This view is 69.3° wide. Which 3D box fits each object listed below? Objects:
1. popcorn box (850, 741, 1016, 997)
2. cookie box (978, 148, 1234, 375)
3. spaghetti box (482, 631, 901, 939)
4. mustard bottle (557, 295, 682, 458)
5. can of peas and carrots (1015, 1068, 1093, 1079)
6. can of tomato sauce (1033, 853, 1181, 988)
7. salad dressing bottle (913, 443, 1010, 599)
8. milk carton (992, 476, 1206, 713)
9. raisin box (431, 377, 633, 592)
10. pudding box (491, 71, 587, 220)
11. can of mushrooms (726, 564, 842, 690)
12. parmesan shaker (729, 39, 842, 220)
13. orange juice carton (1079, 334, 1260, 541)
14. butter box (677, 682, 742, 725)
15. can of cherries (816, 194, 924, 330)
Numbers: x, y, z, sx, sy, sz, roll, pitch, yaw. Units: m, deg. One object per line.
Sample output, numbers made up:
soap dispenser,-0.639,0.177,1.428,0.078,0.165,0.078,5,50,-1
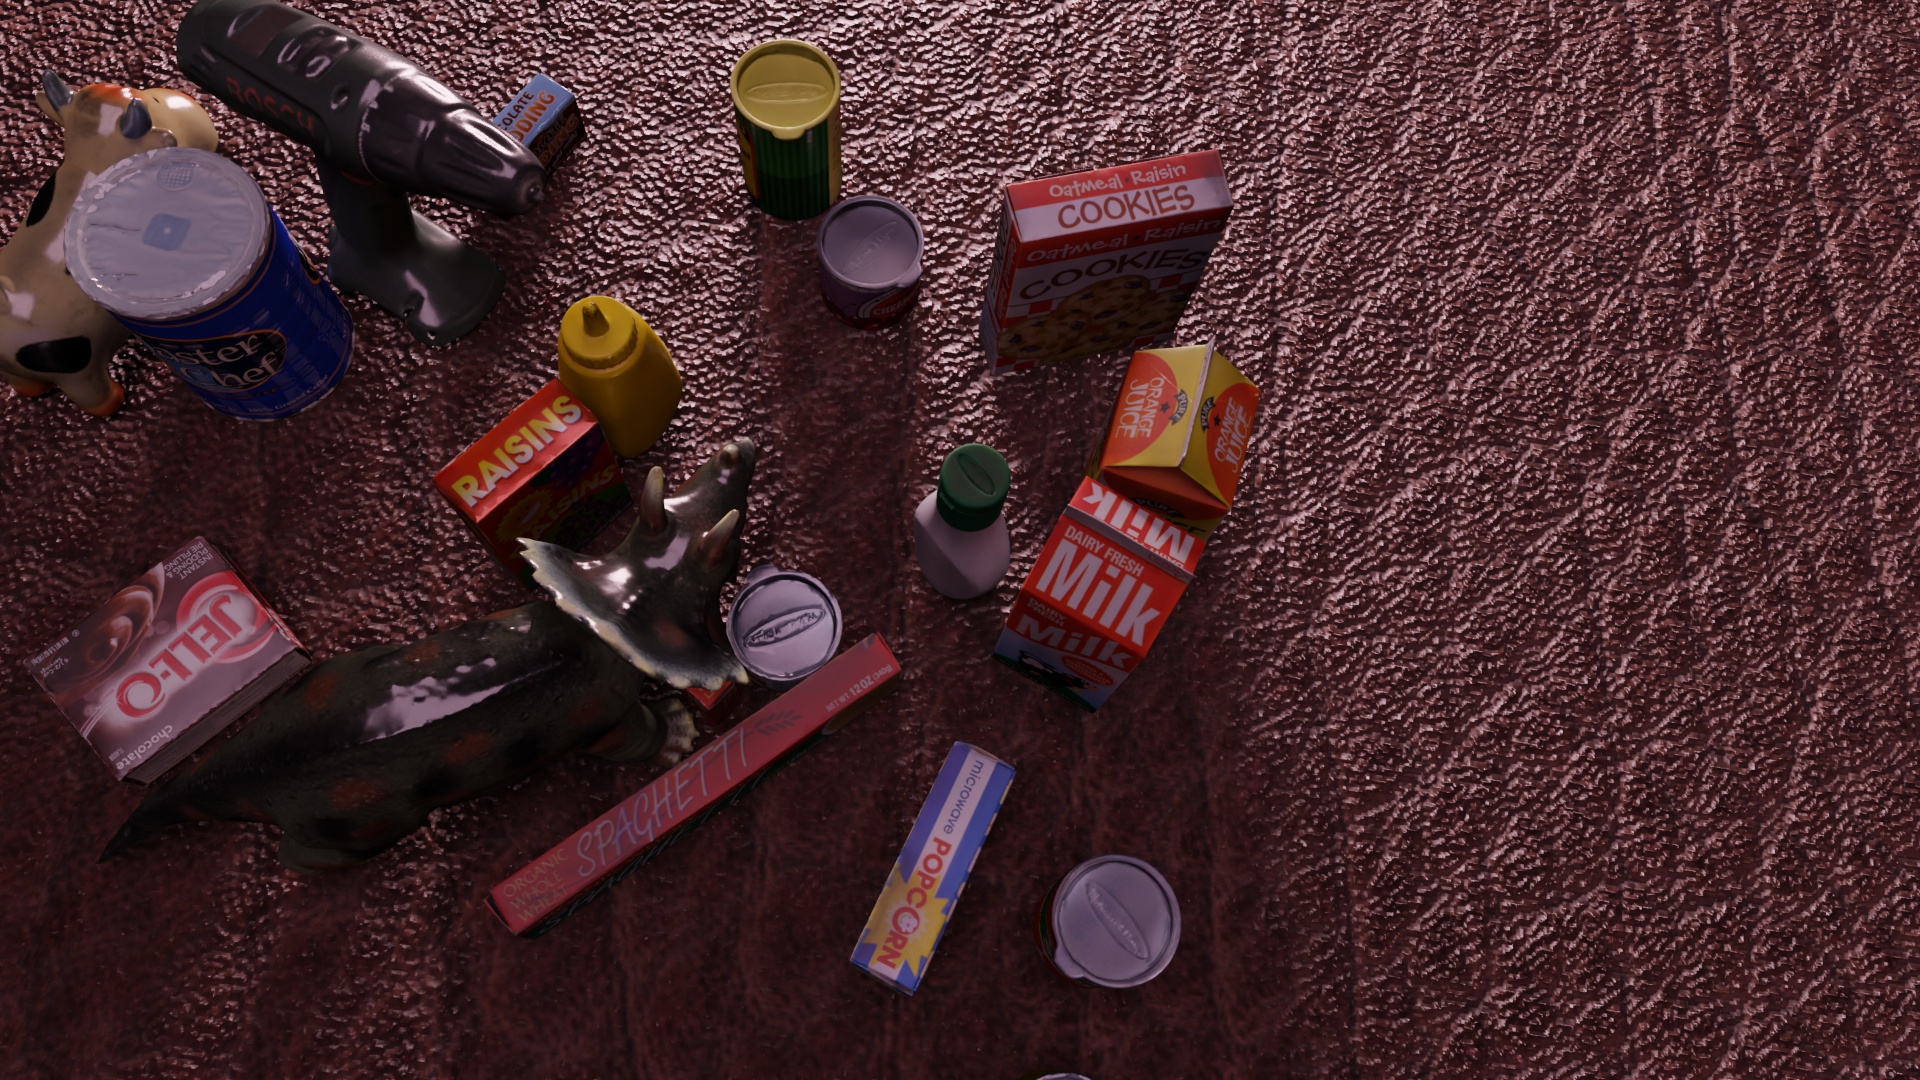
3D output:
popcorn box,-0.015,0.177,0.745,0.038,0.085,0.127,25,71,4
cookie box,0.080,-0.162,0.826,0.123,0.167,0.040,-12,73,-8
spaghetti box,-0.141,0.135,0.768,0.251,0.050,0.029,-34,77,-14
mustard bottle,-0.196,-0.100,0.786,0.049,0.159,0.065,33,72,7
can of peas and carrots,0.048,0.310,0.718,0.071,0.058,0.071,1,71,-4
can of tomato sauce,0.075,0.207,0.743,0.071,0.082,0.071,1,71,-4
salad dressing bottle,0.003,-0.010,0.778,0.044,0.147,0.064,-37,78,-15
milk carton,0.073,0.029,0.747,0.072,0.190,0.074,29,72,5
raisin box,-0.235,-0.028,0.778,0.040,0.123,0.086,44,74,10
pudding box,-0.280,-0.253,0.891,0.030,0.049,0.084,34,72,7
can of mushrooms,-0.103,0.051,0.809,0.071,0.033,0.071,1,71,-4
parmesan shaker,-0.108,-0.254,0.877,0.071,0.102,0.071,1,71,-4
orange juice carton,0.111,-0.041,0.774,0.073,0.192,0.072,18,71,2
butter box,-0.169,0.059,0.790,0.103,0.053,0.024,41,73,9
can of cherries,-0.055,-0.172,0.877,0.071,0.058,0.071,1,71,-4
